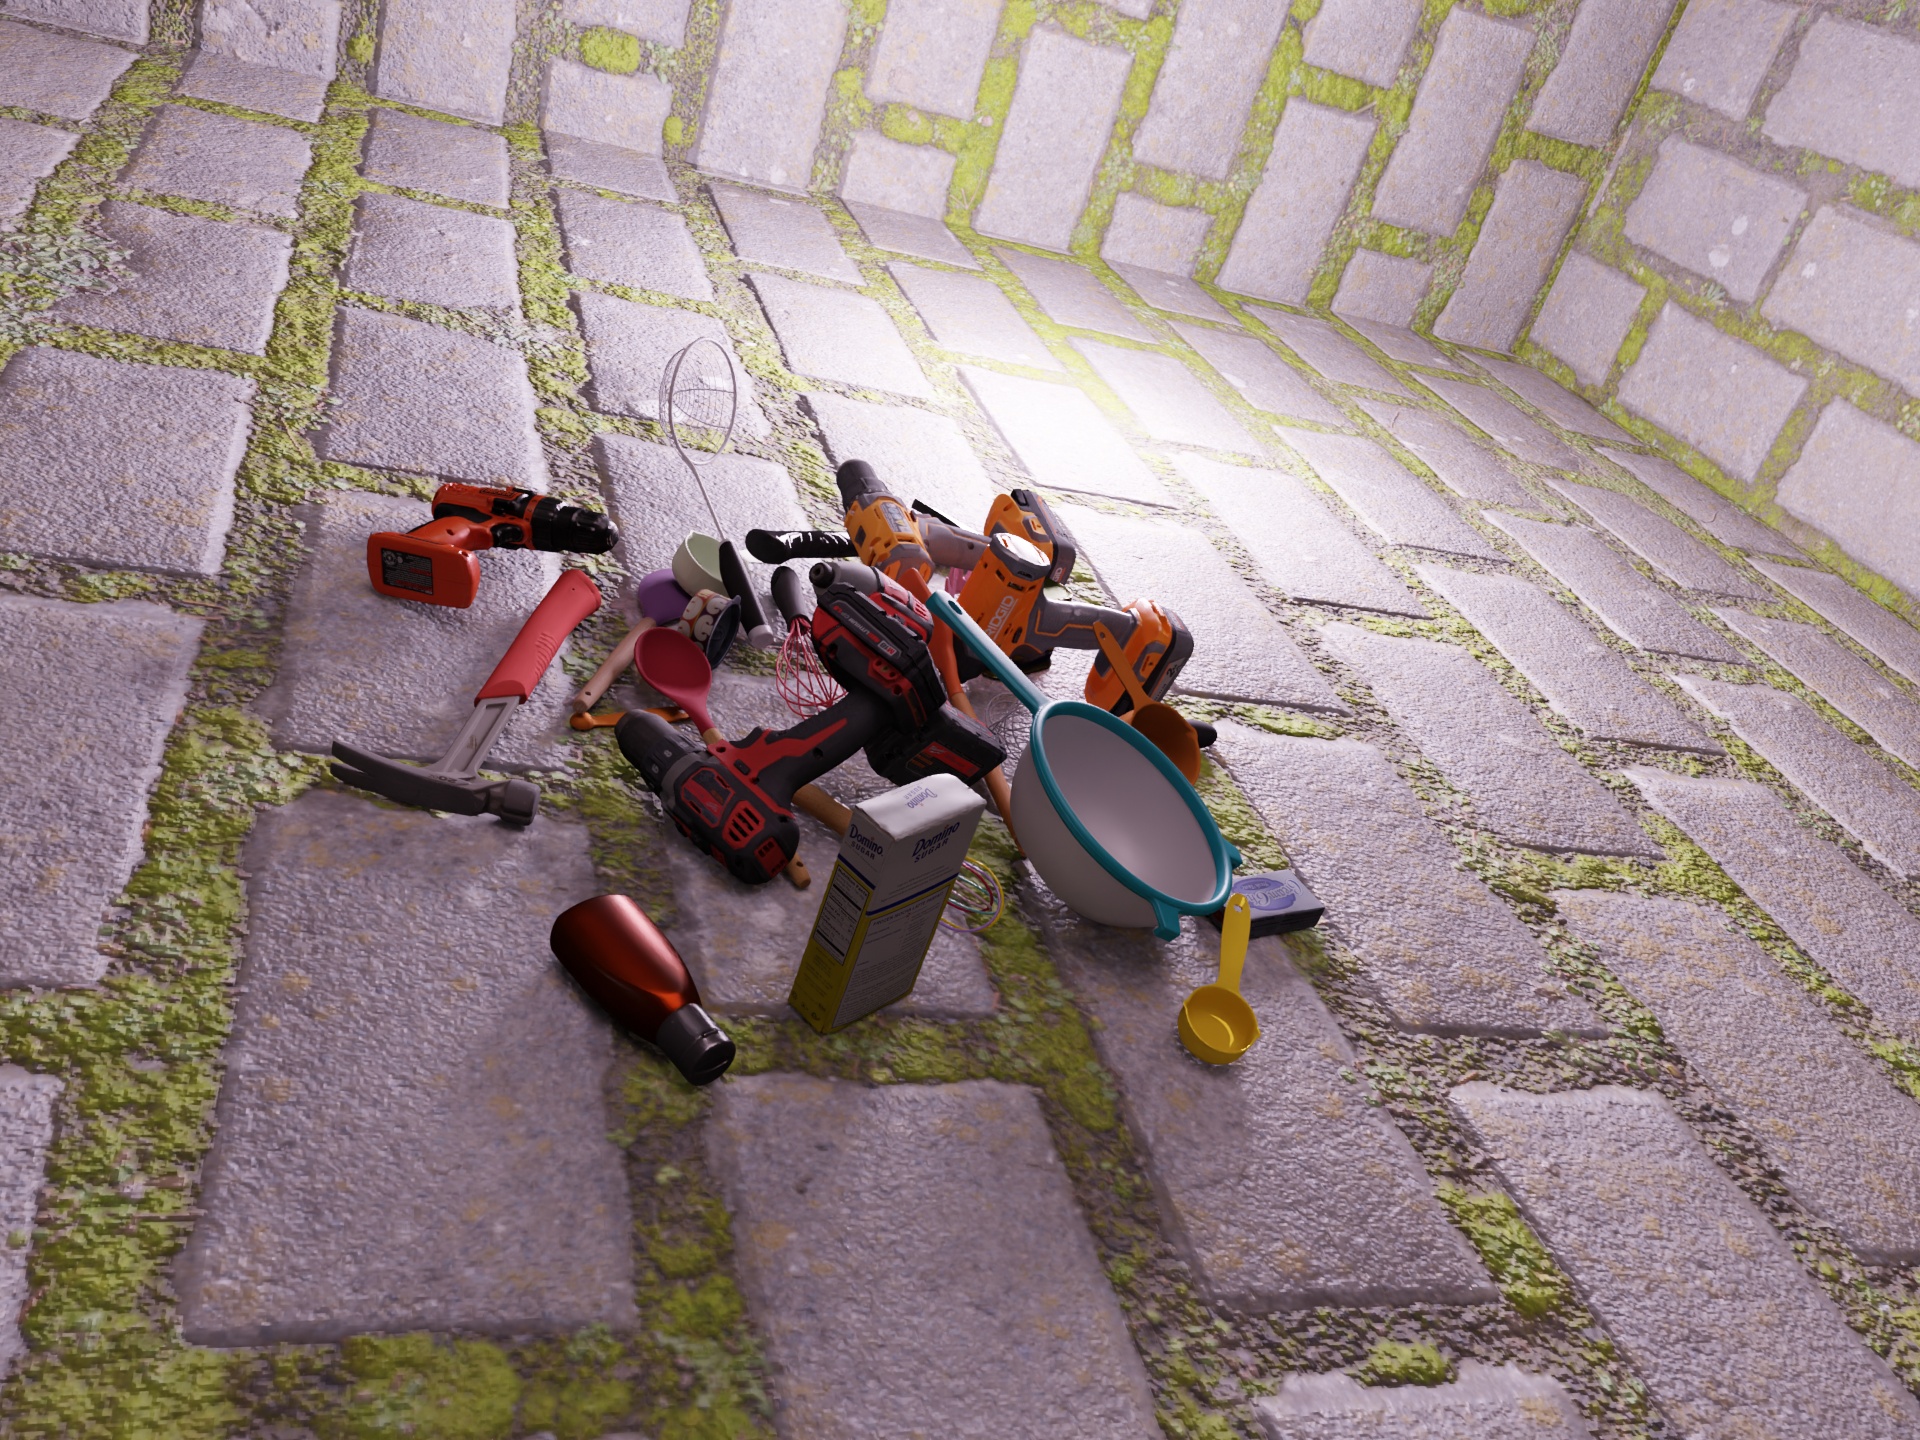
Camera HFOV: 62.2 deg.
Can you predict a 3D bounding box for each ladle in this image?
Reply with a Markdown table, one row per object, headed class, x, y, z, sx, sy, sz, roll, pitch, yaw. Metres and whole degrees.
| class | x | y | z | sx | sy | sz | roll | pitch | yaw |
| --- | --- | --- | --- | --- | --- | --- | --- | --- | --- |
| ladle | -0.192 | 0.027 | 1.293 | 0.069 | 0.031 | 0.316 | -3 | 39 | -36 |

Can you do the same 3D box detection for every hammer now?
| class | x | y | z | sx | sy | sz | roll | pitch | yaw |
| --- | --- | --- | --- | --- | --- | --- | --- | --- | --- |
| hammer | -0.096 | -0.190 | 1.687 | 0.146 | 0.035 | 0.334 | 38 | 28 | 31 |
| hammer | -0.372 | -0.036 | 1.295 | 0.149 | 0.036 | 0.359 | 16 | 30 | -5 |

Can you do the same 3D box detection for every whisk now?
| class | x | y | z | sx | sy | sz | roll | pitch | yaw |
| --- | --- | --- | --- | --- | --- | --- | --- | --- | --- |
| whisk | -0.148 | -0.080 | 1.480 | 0.073 | 0.073 | 0.296 | 8 | 26 | -19 |
| whisk | 0.138 | 0.009 | 1.497 | 0.284 | 0.070 | 0.070 | 2 | 33 | -36 |
| whisk | -0.064 | 0.091 | 1.250 | 0.245 | 0.047 | 0.051 | 30 | 32 | 26 |

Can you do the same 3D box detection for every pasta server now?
| class | x | y | z | sx | sy | sz | roll | pitch | yaw |
| --- | --- | --- | --- | --- | --- | --- | --- | --- | --- |
| pasta server | -0.025 | -0.084 | 1.576 | 0.060 | 0.040 | 0.316 | 31 | 31 | 2 |

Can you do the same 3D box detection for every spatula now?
| class | x | y | z | sx | sy | sz | roll | pitch | yaw |
| --- | --- | --- | --- | --- | --- | --- | --- | --- | --- |
| spatula | -0.289 | -0.078 | 1.425 | 0.059 | 0.018 | 0.316 | 24 | 26 | -4 |
| spatula | -0.002 | -0.005 | 1.416 | 0.041 | 0.081 | 0.323 | 14 | 37 | -36 |

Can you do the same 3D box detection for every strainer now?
| class | x | y | z | sx | sy | sz | roll | pitch | yaw |
| --- | --- | --- | --- | --- | --- | --- | --- | --- | --- |
| strainer | 0.069 | 0.045 | 1.286 | 0.340 | 0.095 | 0.211 | 47 | 28 | 8 |

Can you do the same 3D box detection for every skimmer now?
| class | x | y | z | sx | sy | sz | roll | pitch | yaw |
| --- | --- | --- | --- | --- | --- | --- | --- | --- | --- |
| skimmer | -0.217 | -0.223 | 1.540 | 0.090 | 0.127 | 0.364 | -25 | 57 | 1 |

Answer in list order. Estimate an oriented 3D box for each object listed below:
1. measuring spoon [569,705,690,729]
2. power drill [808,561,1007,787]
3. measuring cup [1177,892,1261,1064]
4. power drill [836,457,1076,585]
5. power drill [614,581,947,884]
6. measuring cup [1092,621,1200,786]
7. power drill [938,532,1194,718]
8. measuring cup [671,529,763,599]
| class | x | y | z | sx | sy | sz | roll | pitch | yaw |
| --- | --- | --- | --- | --- | --- | --- | --- | --- | --- |
| measuring spoon | -0.270 | -0.006 | 1.325 | 0.117 | 0.011 | 0.021 | -6 | 37 | -38 |
| power drill | -0.055 | -0.044 | 1.359 | 0.143 | 0.078 | 0.220 | 32 | 26 | -50 |
| measuring cup | 0.199 | 0.194 | 1.203 | 0.062 | 0.029 | 0.157 | 23 | 43 | -2 |
| power drill | -0.015 | -0.200 | 1.644 | 0.226 | 0.084 | 0.186 | 1 | 43 | -29 |
| power drill | -0.144 | -0.001 | 1.232 | 0.227 | 0.080 | 0.188 | -44 | 59 | -14 |
| measuring cup | 0.150 | -0.005 | 1.448 | 0.095 | 0.052 | 0.173 | -25 | 85 | -42 |
| power drill | 0.091 | -0.070 | 1.524 | 0.226 | 0.164 | 0.084 | 20 | 26 | -25 |
| measuring cup | -0.225 | -0.149 | 1.573 | 0.083 | 0.038 | 0.167 | 46 | 22 | 10 |
